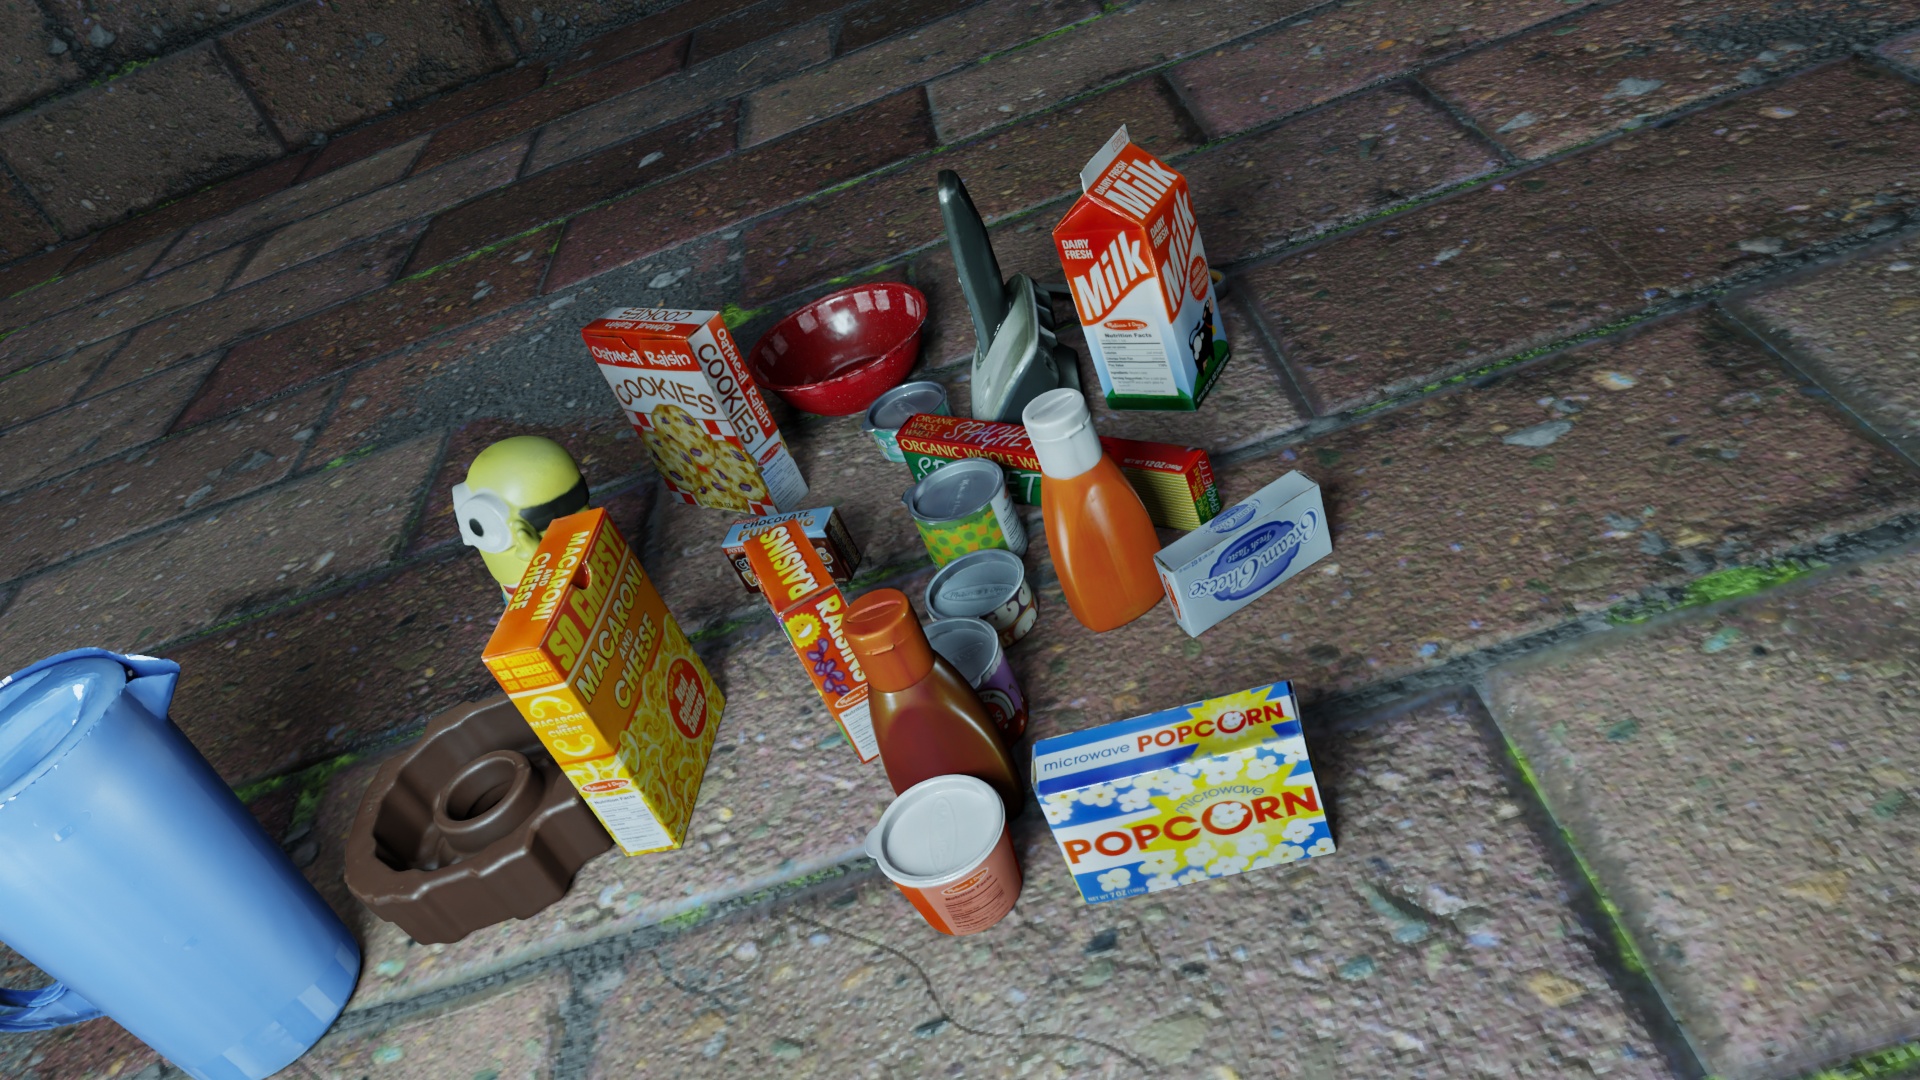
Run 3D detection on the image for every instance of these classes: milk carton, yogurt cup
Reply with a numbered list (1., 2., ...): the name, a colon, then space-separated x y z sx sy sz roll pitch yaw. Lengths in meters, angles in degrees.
1. milk carton: 0.124 -0.187 0.970 0.073 0.189 0.073 5 43 35
2. yogurt cup: -0.003 0.160 0.696 0.072 0.053 0.073 -15 35 11

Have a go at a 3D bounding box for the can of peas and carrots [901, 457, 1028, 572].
1. can of peas and carrots: 0.003 -0.012 0.919 0.071 0.058 0.071 -15 35 11

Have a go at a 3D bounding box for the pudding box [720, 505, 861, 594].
1. pudding box: -0.118 0.007 0.972 0.083 0.049 0.030 -7 37 22

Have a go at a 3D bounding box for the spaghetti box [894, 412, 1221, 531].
1. spaghetti box: 0.059 -0.049 0.946 0.250 0.050 0.029 11 47 39

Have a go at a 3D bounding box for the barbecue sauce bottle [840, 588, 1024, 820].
1. barbecue sauce bottle: -0.018 0.091 0.714 0.065 0.148 0.044 -19 34 7

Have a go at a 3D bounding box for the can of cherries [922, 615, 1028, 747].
1. can of cherries: 0.000 0.087 0.788 0.071 0.058 0.072 -15 35 11

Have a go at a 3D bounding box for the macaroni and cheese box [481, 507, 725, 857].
1. macaroni and cheese box: -0.201 0.083 0.814 0.040 0.165 0.124 -13 36 15

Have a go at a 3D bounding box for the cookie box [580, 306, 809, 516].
1. cookie box: -0.201 -0.097 1.055 0.123 0.166 0.040 9 46 38

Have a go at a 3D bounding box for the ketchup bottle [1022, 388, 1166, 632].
1. ketchup bottle: 0.076 -0.018 0.807 0.065 0.148 0.043 -33 35 -13

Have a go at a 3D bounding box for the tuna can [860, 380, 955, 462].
1. tuna can: -0.040 -0.091 1.074 0.071 0.032 0.071 -15 35 11

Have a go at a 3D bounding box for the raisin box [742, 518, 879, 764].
1. raisin box: -0.078 0.059 0.814 0.040 0.123 0.086 -28 35 -7

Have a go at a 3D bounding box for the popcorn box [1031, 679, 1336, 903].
1. popcorn box: 0.106 0.121 0.658 0.126 0.085 0.038 -15 35 11

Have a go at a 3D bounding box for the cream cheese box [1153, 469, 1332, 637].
1. cream cheese box: 0.165 0.007 0.806 0.104 0.053 0.024 -31 35 -11

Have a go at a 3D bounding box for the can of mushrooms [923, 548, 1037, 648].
1. can of mushrooms: 0.012 0.040 0.867 0.071 0.033 0.071 -15 35 11
